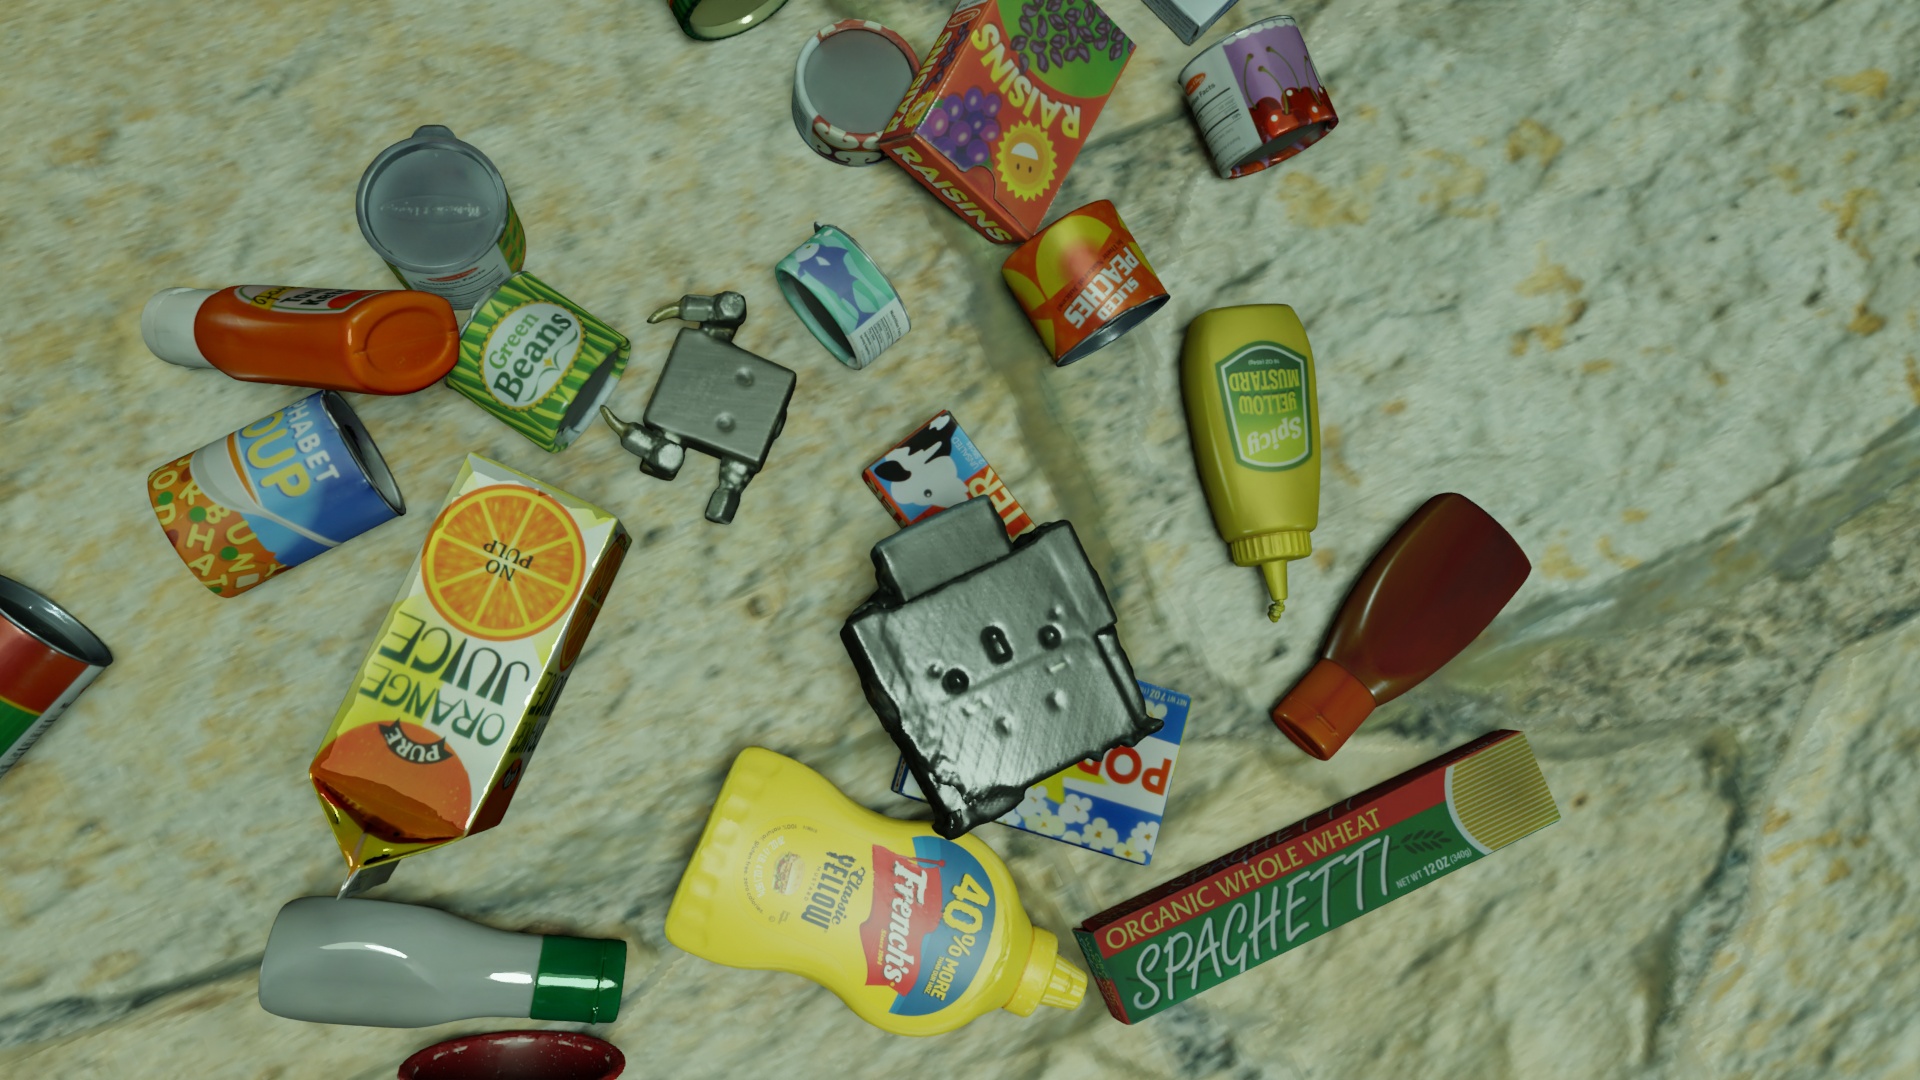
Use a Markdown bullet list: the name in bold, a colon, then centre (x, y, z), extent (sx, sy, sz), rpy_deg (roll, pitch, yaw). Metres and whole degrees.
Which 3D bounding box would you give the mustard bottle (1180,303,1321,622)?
- **mustard bottle**: centre (0.152, -0.038, 0.704), extent (0.065, 0.048, 0.160), rpy_deg (-7, 83, -8)

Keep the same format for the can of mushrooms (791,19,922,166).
- **can of mushrooms**: centre (-0.050, -0.228, 0.708), extent (0.071, 0.033, 0.071), rpy_deg (1, 81, -8)

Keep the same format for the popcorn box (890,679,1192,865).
- **popcorn box**: centre (0.040, 0.099, 0.672), extent (0.127, 0.038, 0.085), rpy_deg (17, 80, -6)

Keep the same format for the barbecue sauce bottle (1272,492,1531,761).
- **barbecue sauce bottle**: centre (0.220, 0.046, 0.705), extent (0.065, 0.043, 0.149), rpy_deg (45, 79, 0)

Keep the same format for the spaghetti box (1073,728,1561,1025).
- **spaghetti box**: centre (0.179, 0.164, 0.689), extent (0.250, 0.028, 0.050), rpy_deg (-22, 85, -11)

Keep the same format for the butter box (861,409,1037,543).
- **butter box**: centre (0.002, -0.009, 0.689), extent (0.053, 0.024, 0.103), rpy_deg (-37, 89, -12)

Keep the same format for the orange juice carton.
- **orange juice carton**: centre (-0.222, 0.066, 0.621), extent (0.073, 0.071, 0.193), rpy_deg (24, 79, -4)

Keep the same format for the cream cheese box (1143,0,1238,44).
- **cream cheese box**: centre (0.107, -0.323, 0.750), extent (0.104, 0.024, 0.053), rpy_deg (44, 80, 0)

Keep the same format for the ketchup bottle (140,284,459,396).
- **ketchup bottle**: centre (-0.297, -0.090, 0.614), extent (0.149, 0.065, 0.043), rpy_deg (7, 109, 25)

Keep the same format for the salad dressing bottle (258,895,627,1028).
- **salad dressing bottle**: centre (-0.224, 0.189, 0.613), extent (0.148, 0.064, 0.044), rpy_deg (10, 37, -14)

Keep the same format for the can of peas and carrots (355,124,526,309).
- **can of peas and carrots**: centre (-0.243, -0.151, 0.655), extent (0.071, 0.058, 0.071), rpy_deg (1, 81, -8)

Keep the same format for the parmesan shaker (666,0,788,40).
- **parmesan shaker**: centre (-0.133, -0.311, 0.688), extent (0.071, 0.071, 0.103), rpy_deg (-27, 87, -11)

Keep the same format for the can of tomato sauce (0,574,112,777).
- **can of tomato sauce**: centre (-0.424, 0.063, 0.593), extent (0.071, 0.071, 0.083), rpy_deg (40, 79, -2)

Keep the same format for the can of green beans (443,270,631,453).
- **can of green beans**: centre (-0.196, -0.082, 0.649), extent (0.058, 0.071, 0.071), rpy_deg (34, 79, -3)

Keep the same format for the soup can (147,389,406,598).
- **soup can**: centre (-0.306, -0.023, 0.621), extent (0.084, 0.071, 0.071), rpy_deg (-29, 87, -11)

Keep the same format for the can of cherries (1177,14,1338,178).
- **can of cherries**: centre (0.157, -0.230, 0.723), extent (0.071, 0.071, 0.058), rpy_deg (-23, 86, -11)

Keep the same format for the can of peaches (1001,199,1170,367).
- **can of peaches**: centre (0.062, -0.129, 0.692), extent (0.071, 0.071, 0.058), rpy_deg (-30, 87, -11)

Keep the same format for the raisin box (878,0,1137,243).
- **raisin box**: centre (0.025, -0.225, 0.700), extent (0.086, 0.040, 0.123), rpy_deg (35, 77, -32)

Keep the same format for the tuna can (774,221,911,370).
- **tuna can**: centre (-0.059, -0.119, 0.675), extent (0.033, 0.071, 0.071), rpy_deg (-41, 90, -11)
